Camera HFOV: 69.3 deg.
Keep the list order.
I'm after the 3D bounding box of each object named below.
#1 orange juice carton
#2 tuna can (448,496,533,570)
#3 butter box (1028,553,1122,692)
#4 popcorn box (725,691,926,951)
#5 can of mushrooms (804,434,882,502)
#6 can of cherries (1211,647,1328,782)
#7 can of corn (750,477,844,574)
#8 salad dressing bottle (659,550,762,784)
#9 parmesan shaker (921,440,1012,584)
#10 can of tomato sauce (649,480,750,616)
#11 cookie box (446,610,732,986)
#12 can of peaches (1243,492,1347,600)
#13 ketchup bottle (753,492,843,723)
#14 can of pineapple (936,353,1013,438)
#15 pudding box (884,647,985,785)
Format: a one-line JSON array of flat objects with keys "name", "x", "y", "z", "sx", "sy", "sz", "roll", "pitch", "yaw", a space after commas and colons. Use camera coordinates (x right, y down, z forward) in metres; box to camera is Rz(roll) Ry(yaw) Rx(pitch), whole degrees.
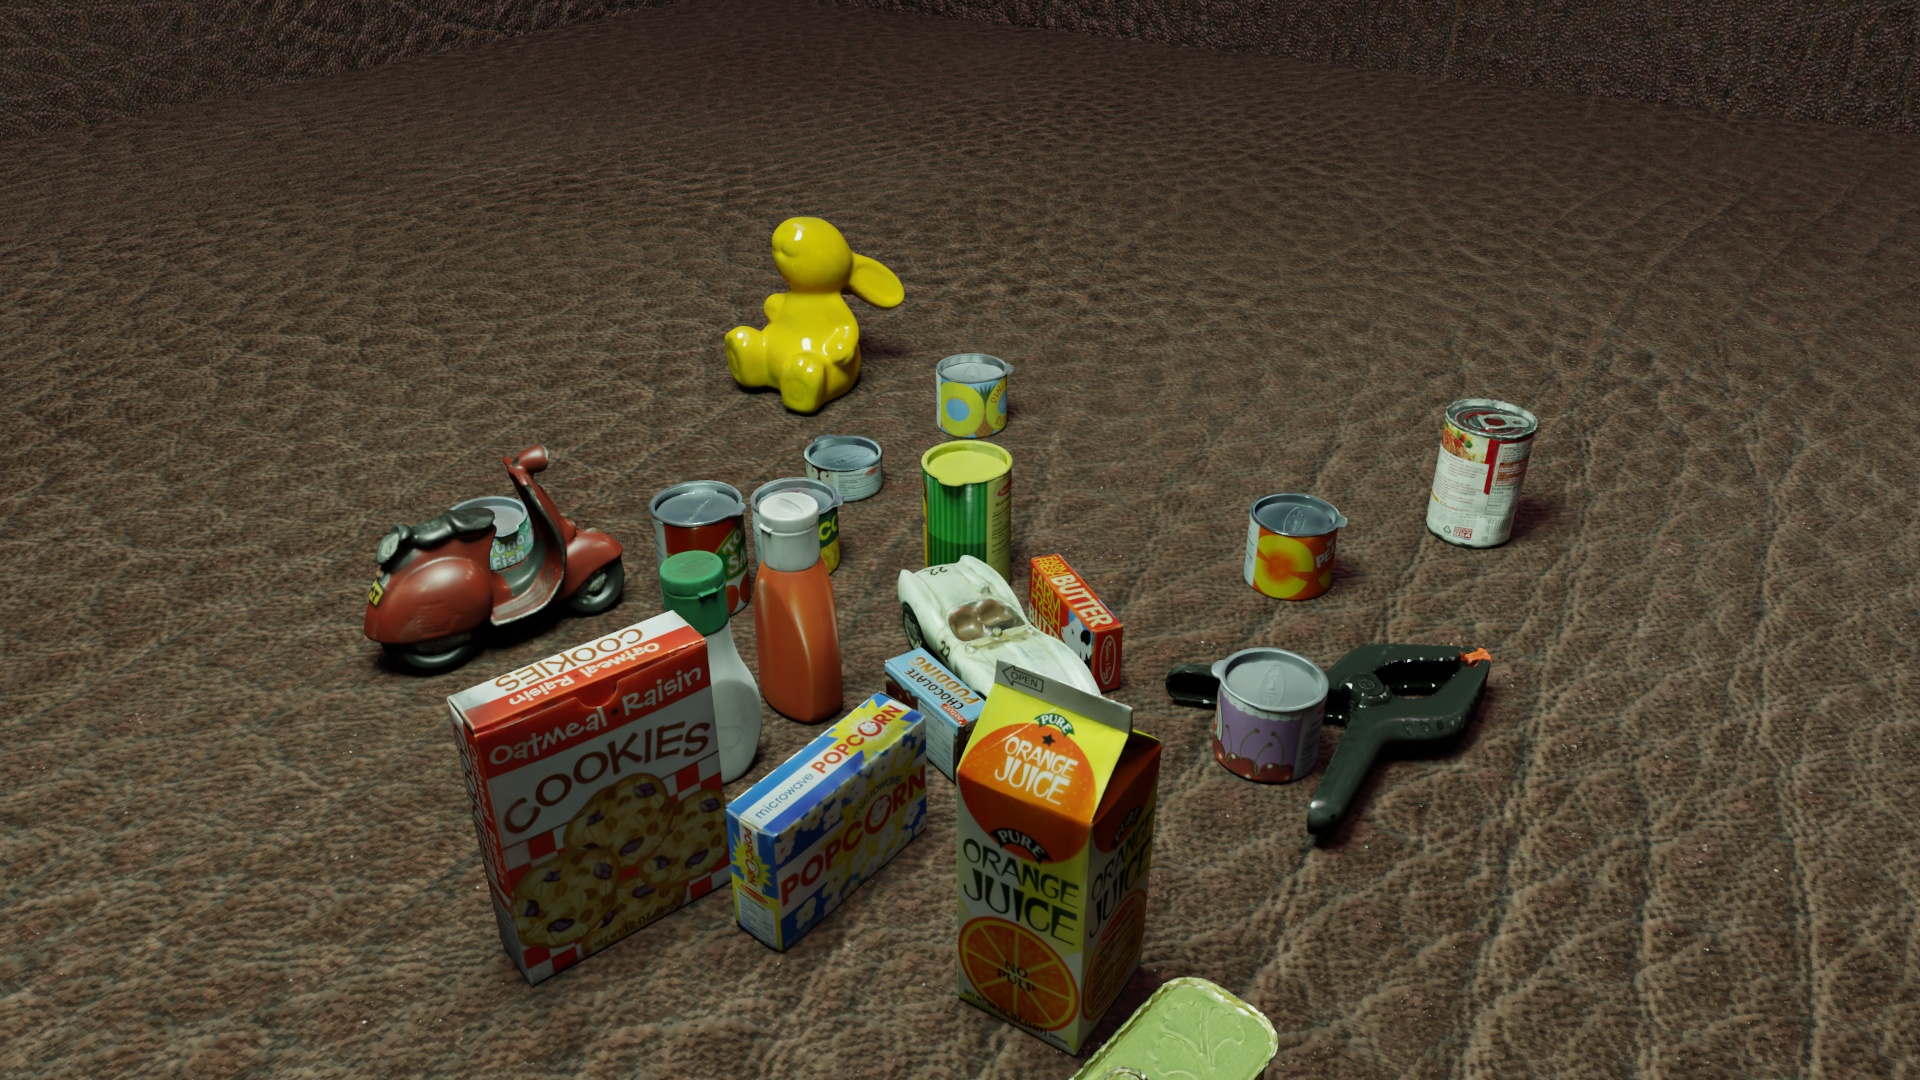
[{"name": "orange juice carton", "x": 0.046, "y": 0.146, "z": 0.672, "sx": 0.072, "sy": 0.191, "sz": 0.073, "roll": 18, "pitch": 35, "yaw": 28}, {"name": "tuna can", "x": -0.368, "y": -0.005, "z": 1.085, "sx": 0.071, "sy": 0.032, "sz": 0.071, "roll": 0, "pitch": 30, "yaw": 0}, {"name": "butter box", "x": 0.078, "y": 0.056, "z": 0.962, "sx": 0.024, "sy": 0.052, "sz": 0.104, "roll": -11, "pitch": 32, "yaw": -19}, {"name": "popcorn box", "x": -0.071, "y": 0.153, "z": 0.765, "sx": 0.038, "sy": 0.084, "sz": 0.127, "roll": 21, "pitch": 36, "yaw": 31}, {"name": "can of mushrooms", "x": -0.100, "y": -0.062, "z": 1.183, "sx": 0.071, "sy": 0.033, "sz": 0.071, "roll": 0, "pitch": 30, "yaw": 0}, {"name": "can of cherries", "x": 0.190, "y": 0.108, "z": 0.868, "sx": 0.071, "sy": 0.058, "sz": 0.072, "roll": 0, "pitch": 30, "yaw": 0}, {"name": "can of corn", "x": -0.123, "y": -0.008, "z": 1.065, "sx": 0.071, "sy": 0.058, "sz": 0.071, "roll": 0, "pitch": 30, "yaw": 0}, {"name": "salad dressing bottle", "x": -0.153, "y": 0.077, "z": 0.832, "sx": 0.064, "sy": 0.147, "sz": 0.044, "roll": -20, "pitch": 36, "yaw": -31}, {"name": "parmesan shaker", "x": 0.004, "y": -0.013, "z": 1.031, "sx": 0.071, "sy": 0.102, "sz": 0.071, "roll": 0, "pitch": 30, "yaw": 0}, {"name": "can of tomato sauce", "x": -0.187, "y": 0.008, "z": 1.014, "sx": 0.071, "sy": 0.082, "sz": 0.071, "roll": 0, "pitch": 30, "yaw": 0}, {"name": "cookie box", "x": -0.185, "y": 0.133, "z": 0.719, "sx": 0.123, "sy": 0.166, "sz": 0.040, "roll": -22, "pitch": 37, "yaw": -33}, {"name": "can of peaches", "x": 0.251, "y": 0.005, "z": 1.045, "sx": 0.071, "sy": 0.057, "sz": 0.071, "roll": 0, "pitch": 30, "yaw": 0}, {"name": "ketchup bottle", "x": -0.106, "y": 0.042, "z": 0.891, "sx": 0.044, "sy": 0.148, "sz": 0.065, "roll": -25, "pitch": 38, "yaw": -36}, {"name": "can of pineapple", "x": 0.012, "y": -0.133, "z": 1.280, "sx": 0.071, "sy": 0.057, "sz": 0.071, "roll": 0, "pitch": 30, "yaw": 0}, {"name": "pudding box", "x": -0.014, "y": 0.110, "z": 0.874, "sx": 0.030, "sy": 0.049, "sz": 0.084, "roll": -20, "pitch": 36, "yaw": -30}]
